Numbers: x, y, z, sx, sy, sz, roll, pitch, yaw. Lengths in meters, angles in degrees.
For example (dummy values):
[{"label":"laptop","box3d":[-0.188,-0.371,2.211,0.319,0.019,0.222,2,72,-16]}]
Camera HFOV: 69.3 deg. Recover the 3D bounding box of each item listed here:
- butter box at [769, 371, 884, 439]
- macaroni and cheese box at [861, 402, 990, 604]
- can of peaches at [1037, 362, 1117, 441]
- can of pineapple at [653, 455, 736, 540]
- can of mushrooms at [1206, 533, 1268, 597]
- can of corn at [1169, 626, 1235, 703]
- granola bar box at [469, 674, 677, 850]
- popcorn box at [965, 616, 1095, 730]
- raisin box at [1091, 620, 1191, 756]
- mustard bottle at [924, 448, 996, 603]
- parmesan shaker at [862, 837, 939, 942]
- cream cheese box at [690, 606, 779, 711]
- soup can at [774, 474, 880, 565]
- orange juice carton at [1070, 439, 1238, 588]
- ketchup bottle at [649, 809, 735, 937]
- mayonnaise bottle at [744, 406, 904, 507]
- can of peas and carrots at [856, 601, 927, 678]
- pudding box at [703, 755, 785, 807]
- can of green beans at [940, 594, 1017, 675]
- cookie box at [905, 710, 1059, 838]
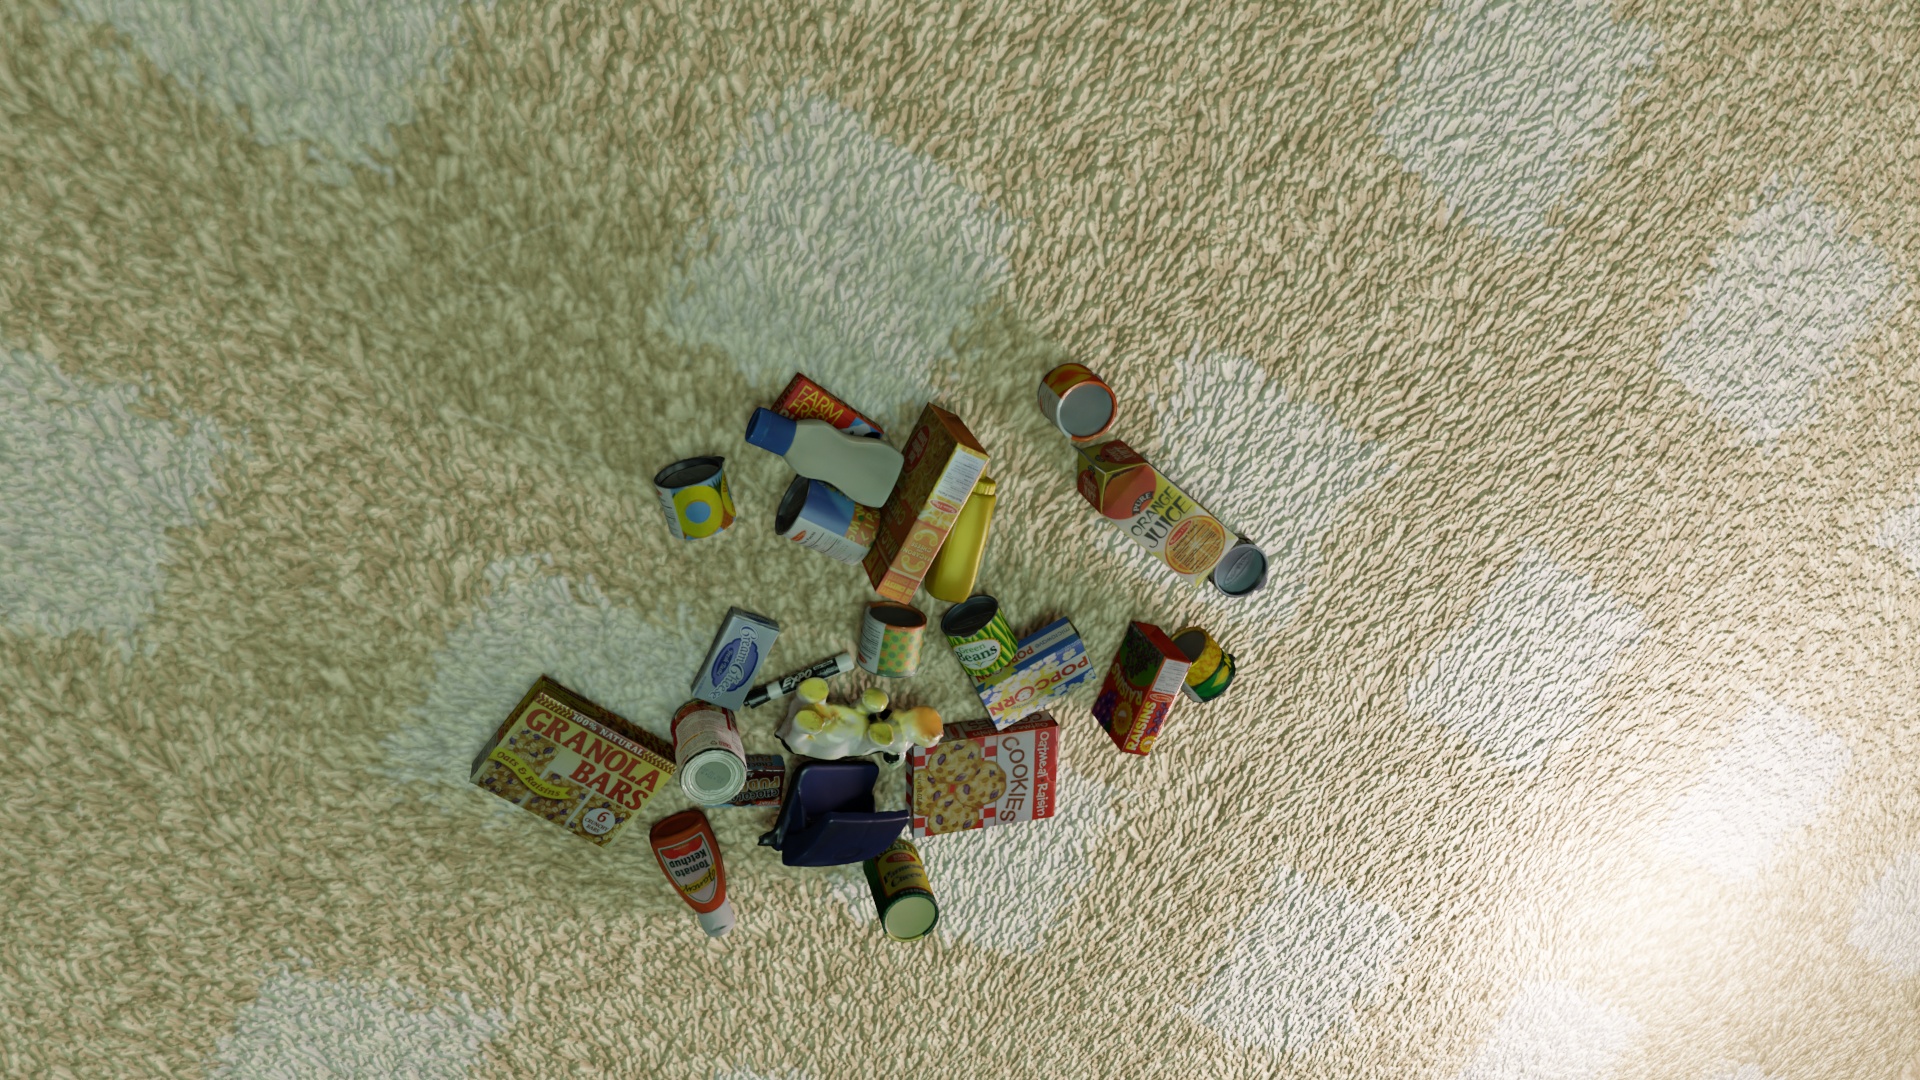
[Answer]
[{"label":"butter box","box3d":[-0.130,-0.114,1.350,0.103,0.024,0.053,33,101,-26]},{"label":"macaroni and cheese box","box3d":[-0.040,-0.037,1.355,0.040,0.124,0.166,23,106,-23]},{"label":"can of peaches","box3d":[0.120,-0.140,1.395,0.071,0.058,0.071,-6,115,-13]},{"label":"can of pineapple","box3d":[-0.250,-0.041,1.323,0.071,0.071,0.057,-16,118,-9]},{"label":"can of mushrooms","box3d":[0.306,0.029,1.540,0.071,0.033,0.070,-6,114,-14]},{"label":"can of corn","box3d":[0.267,0.137,1.558,0.071,0.071,0.058,-41,118,4]},{"label":"granola bar box","box3d":[-0.392,0.228,1.415,0.165,0.039,0.124,36,100,-27]},{"label":"popcorn box","box3d":[0.078,0.145,1.505,0.127,0.038,0.085,-28,141,-3]},{"label":"raisin box","box3d":[0.199,0.164,1.538,0.040,0.086,0.123,13,109,-27]},{"label":"mustard bottle","box3d":[0.005,-0.018,1.413,0.049,0.065,0.159,12,105,-17]},{"label":"parmesan shaker","box3d":[-0.064,0.389,1.549,0.071,0.103,0.071,-6,115,-14]},{"label":"cream cheese box","box3d":[-0.232,0.122,1.424,0.053,0.024,0.103,22,105,-25]},{"label":"soup can","box3d":[-0.130,-0.023,1.369,0.084,0.071,0.071,25,104,-26]},{"label":"orange juice carton","box3d":[0.194,-0.038,1.455,0.192,0.072,0.073,36,100,-27]},{"label":"ketchup bottle","box3d":[-0.284,0.364,1.506,0.065,0.044,0.148,-20,118,-7]},{"label":"mayonnaise bottle","box3d":[-0.131,-0.084,1.325,0.148,0.041,0.064,22,99,-23]},{"label":"can of peas and carrots","box3d":[-0.069,0.102,1.442,0.071,0.071,0.058,4,112,-18]},{"label":"pudding box","box3d":[-0.232,0.257,1.481,0.084,0.030,0.049,4,113,-18]},{"label":"can of green beans","box3d":[0.020,0.100,1.467,0.071,0.071,0.057,-28,119,-3]},{"label":"cookie box","box3d":[0.024,0.262,1.555,0.168,0.040,0.122,-6,115,-14]}]
